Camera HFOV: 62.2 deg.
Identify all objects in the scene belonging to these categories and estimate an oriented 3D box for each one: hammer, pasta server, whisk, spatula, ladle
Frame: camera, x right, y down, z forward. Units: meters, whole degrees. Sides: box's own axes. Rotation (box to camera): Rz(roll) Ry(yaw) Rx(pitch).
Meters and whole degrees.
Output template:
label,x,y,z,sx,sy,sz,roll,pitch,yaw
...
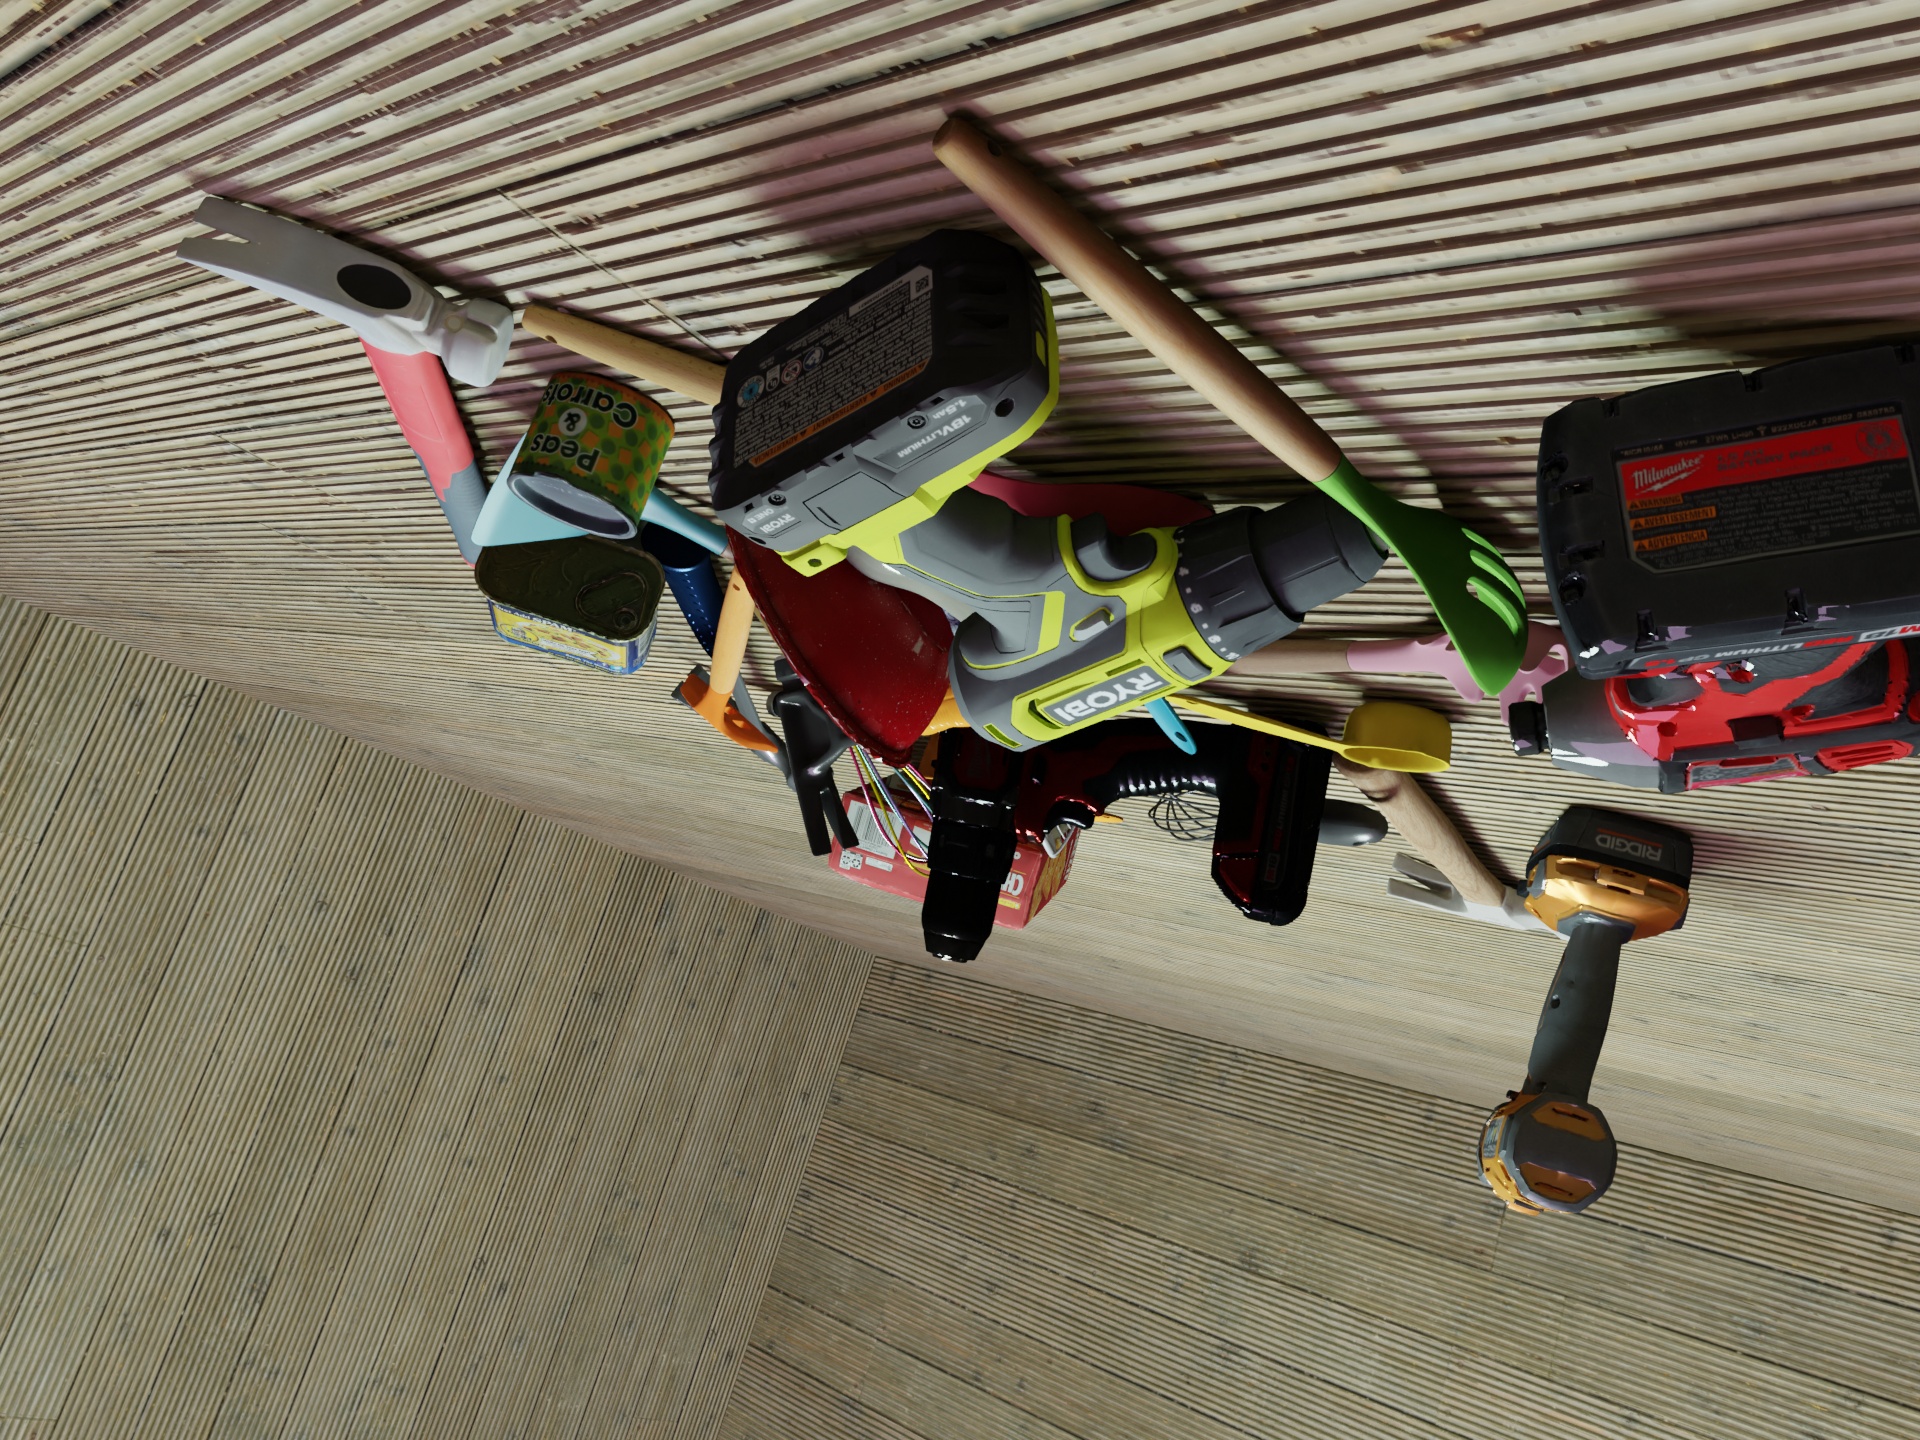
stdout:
label,x,y,z,sx,sy,sz,roll,pitch,yaw
hammer,-0.001,-0.003,0.863,0.034,0.127,0.337,-10,178,-36
pasta server,0.170,-0.026,0.783,0.060,0.040,0.316,42,157,-31
whisk,0.191,0.058,1.023,0.055,0.055,0.239,24,171,-23
spatula,-0.112,-0.083,0.903,0.317,0.044,0.082,21,124,-27
hammer,-0.168,-0.045,1.109,0.144,0.035,0.405,36,166,11
spatula,-0.135,-0.037,0.947,0.081,0.041,0.322,41,159,2
whisk,-0.068,0.012,1.048,0.051,0.047,0.244,19,147,57
hammer,0.310,0.080,1.036,0.130,0.031,0.331,8,163,36
hammer,-0.301,-0.158,0.873,0.143,0.038,0.386,21,167,-6
ladle,-0.043,-0.125,0.695,0.315,0.031,0.069,20,164,1

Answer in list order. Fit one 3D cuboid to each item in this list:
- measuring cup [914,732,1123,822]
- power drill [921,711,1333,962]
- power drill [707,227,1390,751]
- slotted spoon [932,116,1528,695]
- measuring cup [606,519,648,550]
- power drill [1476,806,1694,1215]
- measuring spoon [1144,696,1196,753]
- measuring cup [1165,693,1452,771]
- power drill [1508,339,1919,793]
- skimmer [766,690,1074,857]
label,x,y,z,sx,sy,sz,roll,pitch,yaw
measuring cup,0.049,0.041,1.187,0.174,0.052,0.095,8,163,32
power drill,0.089,0.064,0.928,0.227,0.188,0.080,11,175,9
power drill,0.037,-0.077,0.603,0.190,0.080,0.228,-23,143,30
slotted spoon,0.109,-0.101,0.545,0.313,0.070,0.031,32,137,-30
measuring cup,-0.225,-0.120,0.921,0.083,0.038,0.167,18,169,-1
power drill,0.361,0.182,0.952,0.084,0.226,0.185,15,167,14
measuring spoon,0.103,-0.027,0.848,0.042,0.021,0.128,21,157,45
measuring cup,0.185,-0.004,0.840,0.156,0.029,0.062,15,170,-6
power drill,0.249,-0.029,0.522,0.143,0.079,0.219,-8,160,20
skimmer,-0.047,0.018,1.138,0.363,0.090,0.127,7,131,48
